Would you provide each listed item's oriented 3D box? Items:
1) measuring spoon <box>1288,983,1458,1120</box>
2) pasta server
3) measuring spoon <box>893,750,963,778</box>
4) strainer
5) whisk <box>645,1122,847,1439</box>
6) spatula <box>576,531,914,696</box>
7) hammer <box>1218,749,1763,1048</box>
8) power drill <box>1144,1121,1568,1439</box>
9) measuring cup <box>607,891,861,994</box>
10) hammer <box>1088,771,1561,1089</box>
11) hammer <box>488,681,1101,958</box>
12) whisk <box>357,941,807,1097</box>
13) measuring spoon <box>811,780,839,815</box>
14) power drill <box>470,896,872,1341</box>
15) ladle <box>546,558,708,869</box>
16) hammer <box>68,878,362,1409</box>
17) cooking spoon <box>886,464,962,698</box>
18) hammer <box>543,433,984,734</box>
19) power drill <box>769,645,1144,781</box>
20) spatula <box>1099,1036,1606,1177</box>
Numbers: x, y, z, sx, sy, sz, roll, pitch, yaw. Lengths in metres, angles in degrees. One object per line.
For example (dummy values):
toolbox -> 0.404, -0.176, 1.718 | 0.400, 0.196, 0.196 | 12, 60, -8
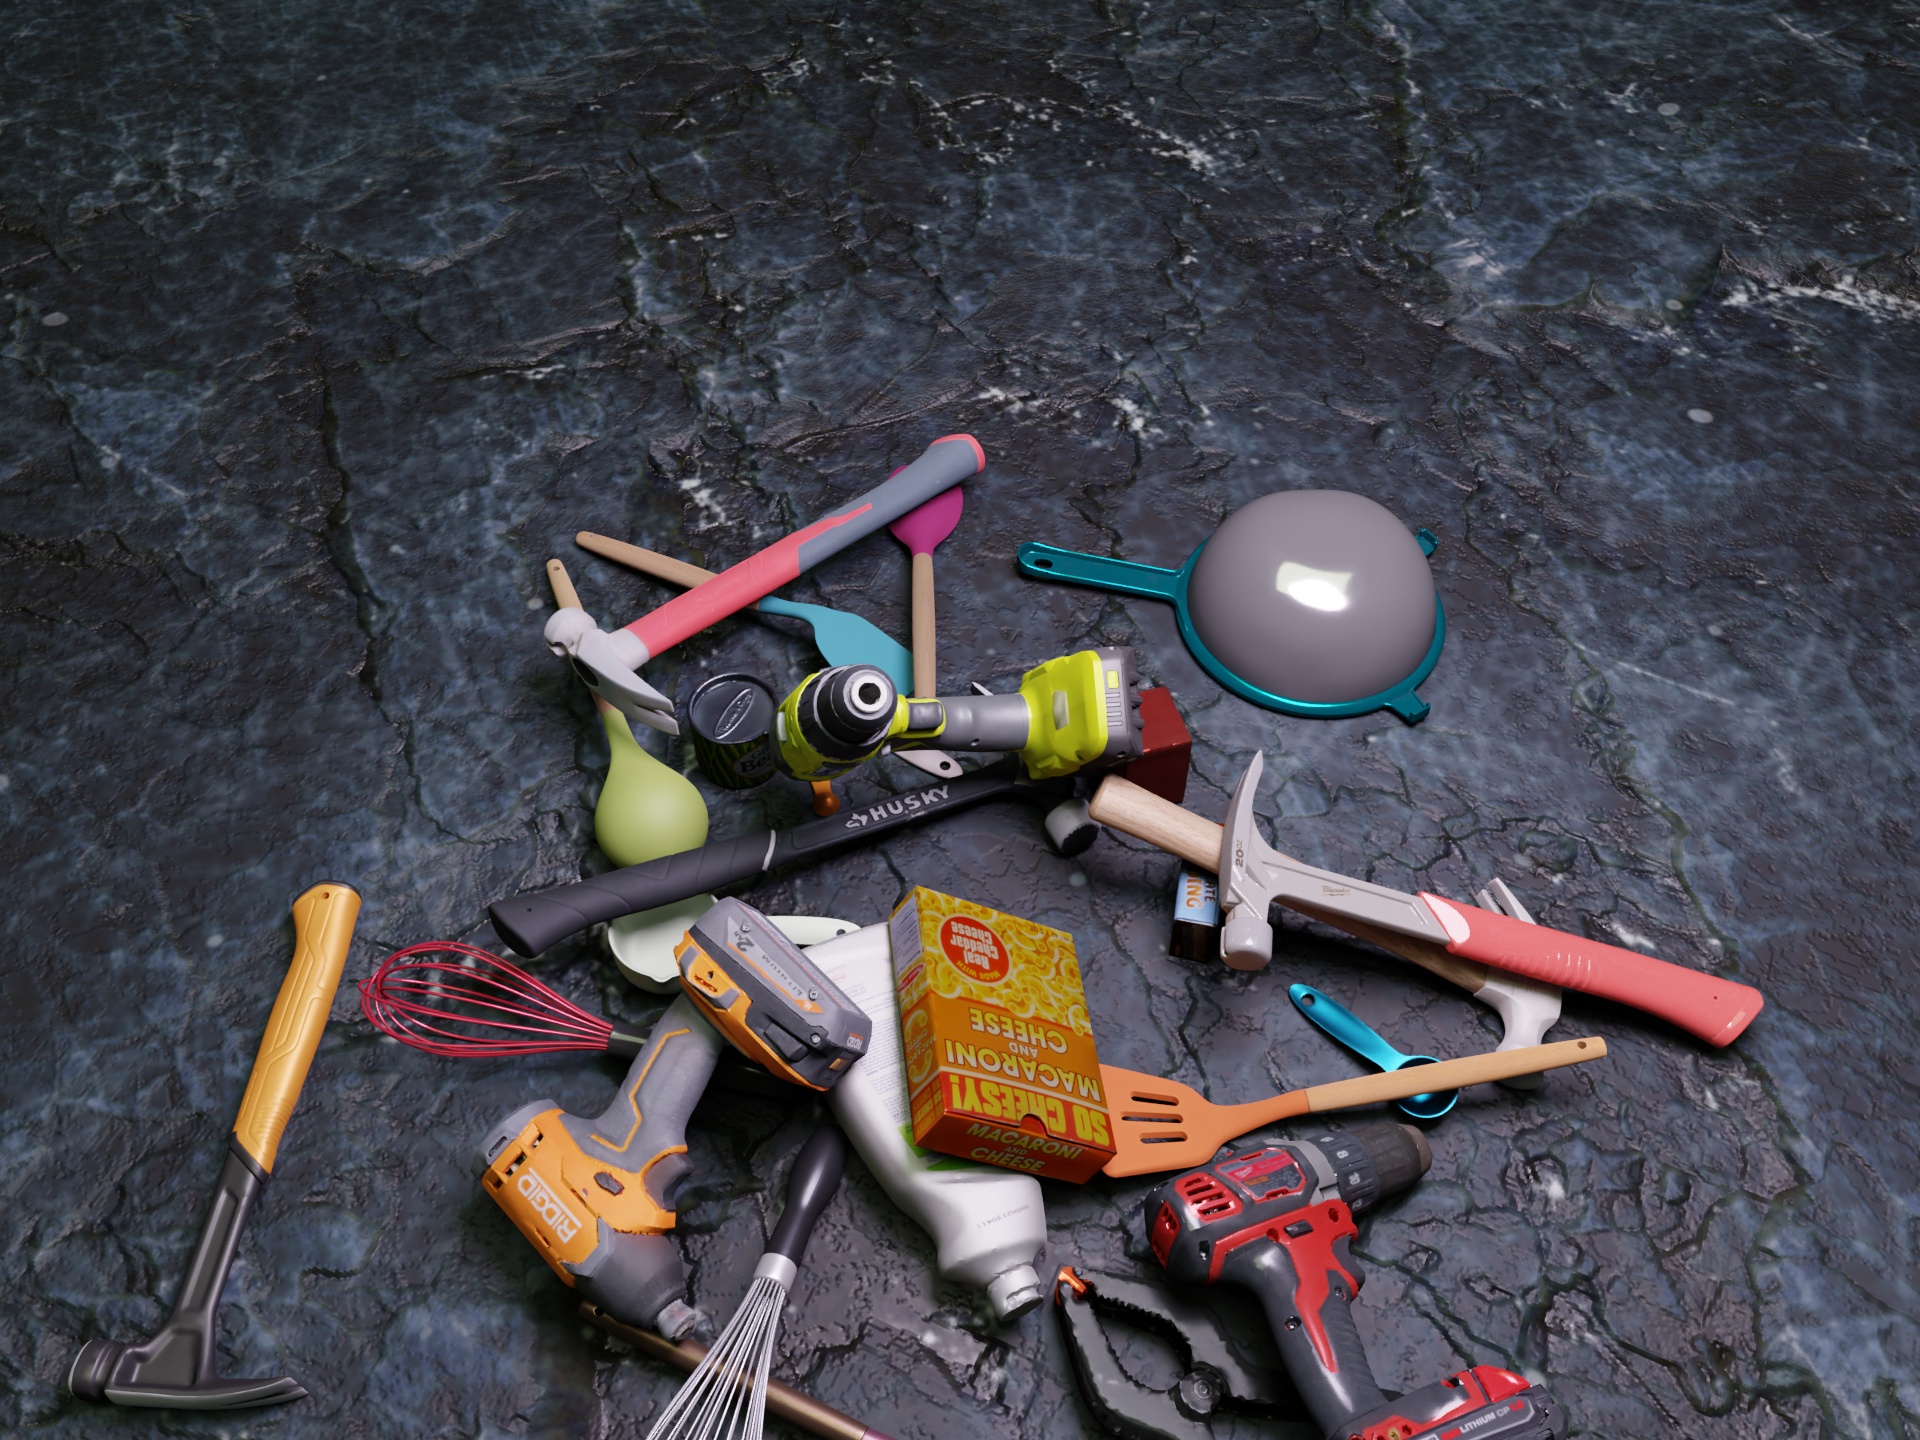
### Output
measuring spoon -> 0.264, 0.214, 1.031 | 0.042, 0.021, 0.129 | -40, 53, -18
pasta server -> -0.077, 0.393, 0.889 | 0.316, 0.040, 0.060 | 18, 55, 18
measuring spoon -> -0.050, 0.010, 1.178 | 0.124, 0.018, 0.034 | 28, 58, 19
strainer -> 0.213, -0.123, 1.230 | 0.340, 0.095, 0.211 | 11, 54, 6
whisk -> -0.115, 0.338, 0.886 | 0.070, 0.070, 0.285 | 13, 38, 9
spatula -> -0.176, -0.089, 1.245 | 0.318, 0.044, 0.082 | 21, 38, 23
hammer -> 0.341, 0.132, 1.025 | 0.359, 0.036, 0.149 | 16, 55, -4
power drill -> 0.231, 0.325, 0.886 | 0.188, 0.080, 0.227 | -10, 40, -24
measuring cup -> -0.150, 0.148, 1.066 | 0.167, 0.038, 0.083 | 2, 51, -6
hammer -> 0.241, 0.116, 1.049 | 0.331, 0.031, 0.130 | 25, 54, 1
hammer -> -0.114, 0.078, 1.083 | 0.409, 0.036, 0.149 | -16, 54, -21
whisk -> -0.240, 0.198, 1.014 | 0.296, 0.073, 0.073 | 13, 54, 3
measuring spoon -> -0.109, 0.021, 1.174 | 0.021, 0.011, 0.117 | -11, 54, -8
power drill -> -0.158, 0.235, 0.930 | 0.164, 0.084, 0.226 | 41, 86, 22
ladle -> -0.264, -0.012, 1.189 | 0.078, 0.062, 0.321 | -19, 49, -14
hammer -> -0.427, 0.249, 0.989 | 0.127, 0.034, 0.337 | 2, 53, 2
cooking spoon -> -0.029, -0.110, 1.243 | 0.068, 0.017, 0.319 | -1, 44, -1
hammer -> -0.117, -0.120, 1.214 | 0.386, 0.038, 0.143 | -34, 50, -30
power drill -> -0.002, -0.003, 1.032 | 0.228, 0.190, 0.080 | -2, 82, -17
spatula -> 0.238, 0.227, 0.985 | 0.322, 0.041, 0.081 | -11, 44, 3
